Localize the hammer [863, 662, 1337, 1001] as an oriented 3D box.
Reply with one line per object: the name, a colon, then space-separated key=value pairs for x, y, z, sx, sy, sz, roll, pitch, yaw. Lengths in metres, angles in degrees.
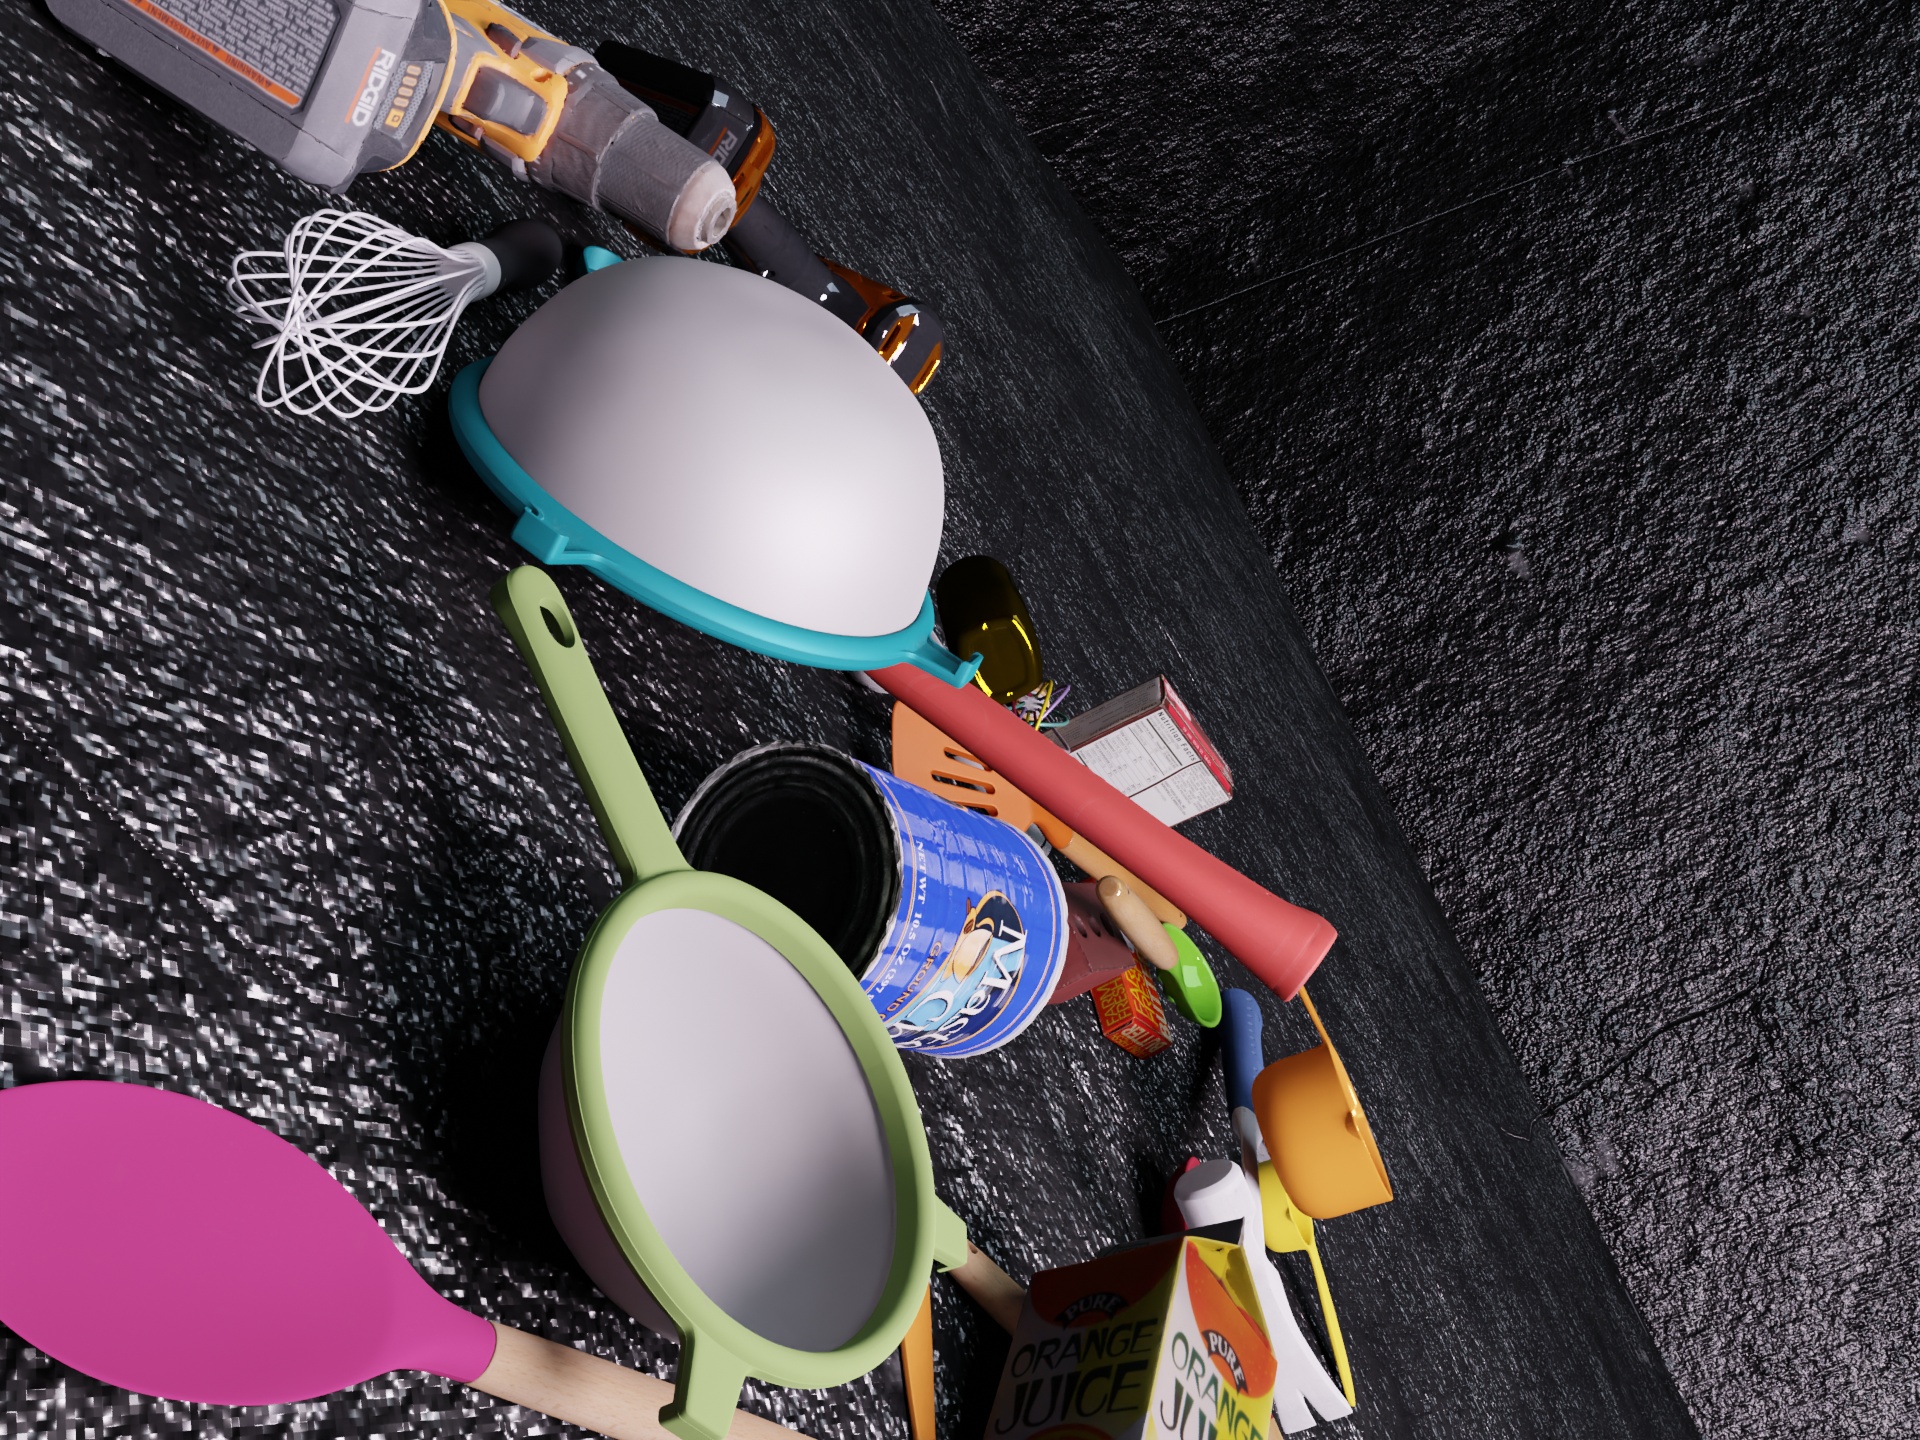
hammer: x=-0.001 y=-0.002 z=0.674 sx=0.359 sy=0.036 sz=0.149 roll=36 pitch=16 yaw=12

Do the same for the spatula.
spatula: x=0.059 y=0.075 z=0.907 sx=0.322 sy=0.041 sz=0.081 roll=38 pitch=40 yaw=-54

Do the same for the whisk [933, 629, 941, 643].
whisk: x=-0.052 y=-0.097 z=0.910 sx=0.058 sy=0.059 sz=0.246 roll=-39 pitch=105 yaw=-45

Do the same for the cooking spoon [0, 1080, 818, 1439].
cooking spoon: x=-0.105 y=0.168 z=0.406 sx=0.318 sy=0.017 sz=0.069 roll=44 pitch=19 yaw=-41

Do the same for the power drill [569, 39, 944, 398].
power drill: x=-0.123 y=-0.268 z=0.880 sx=0.164 sy=0.084 sz=0.226 roll=33 pitch=-1 yaw=35

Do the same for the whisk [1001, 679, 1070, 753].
whisk: x=0.042 y=-0.005 z=0.984 sx=0.245 sy=0.051 sz=0.047 roll=-67 pitch=150 yaw=-84

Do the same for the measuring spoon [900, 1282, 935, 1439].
measuring spoon: x=-0.013 y=0.224 z=0.581 sx=0.021 sy=0.011 sz=0.117 roll=47 pitch=22 yaw=-36

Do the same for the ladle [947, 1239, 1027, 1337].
ladle: x=0.096 y=0.306 z=0.682 sx=0.320 sy=0.062 sz=0.078 roll=50 pitch=7 yaw=-23

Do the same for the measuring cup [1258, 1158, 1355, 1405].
measuring cup: x=0.211 y=0.350 z=0.989 sx=0.062 sy=0.029 sz=0.156 roll=-3 pitch=76 yaw=-71

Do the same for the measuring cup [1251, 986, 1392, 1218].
measuring cup: x=0.177 y=0.186 z=0.869 sx=0.174 sy=0.052 sz=0.095 roll=68 pitch=11 yaw=15

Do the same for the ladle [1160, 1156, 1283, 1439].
ladle: x=0.161 y=0.377 z=0.796 sx=0.069 sy=0.031 sz=0.316 roll=32 pitch=35 yaw=-64

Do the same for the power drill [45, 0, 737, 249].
power drill: x=-0.195 y=-0.242 z=0.605 sx=0.185 sy=0.084 sz=0.226 roll=33 pitch=18 yaw=3

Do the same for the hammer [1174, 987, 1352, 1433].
hammer: x=0.169 y=0.248 z=0.930 sx=0.405 sy=0.035 sz=0.144 roll=-47 pitch=114 yaw=-78

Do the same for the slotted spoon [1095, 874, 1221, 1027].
slotted spoon: x=0.109 y=0.125 z=0.884 sx=0.313 sy=0.031 sz=0.070 roll=49 pitch=19 yaw=-66

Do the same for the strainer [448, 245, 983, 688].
strainer: x=-0.105 y=-0.157 z=0.671 sx=0.210 sy=0.095 sz=0.341 roll=16 pitch=29 yaw=-35

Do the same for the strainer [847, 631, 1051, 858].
strainer: x=-0.006 y=0.006 z=0.884 sx=0.087 sy=0.050 sz=0.258 roll=25 pitch=-24 yaw=51

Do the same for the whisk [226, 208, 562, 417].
whisk: x=-0.201 y=-0.168 z=0.612 sx=0.070 sy=0.070 sz=0.285 roll=55 pitch=14 yaw=-17

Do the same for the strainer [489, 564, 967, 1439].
strainer: x=-0.100 y=0.078 z=0.474 sx=0.256 sy=0.069 sz=0.151 roll=63 pitch=23 yaw=12
